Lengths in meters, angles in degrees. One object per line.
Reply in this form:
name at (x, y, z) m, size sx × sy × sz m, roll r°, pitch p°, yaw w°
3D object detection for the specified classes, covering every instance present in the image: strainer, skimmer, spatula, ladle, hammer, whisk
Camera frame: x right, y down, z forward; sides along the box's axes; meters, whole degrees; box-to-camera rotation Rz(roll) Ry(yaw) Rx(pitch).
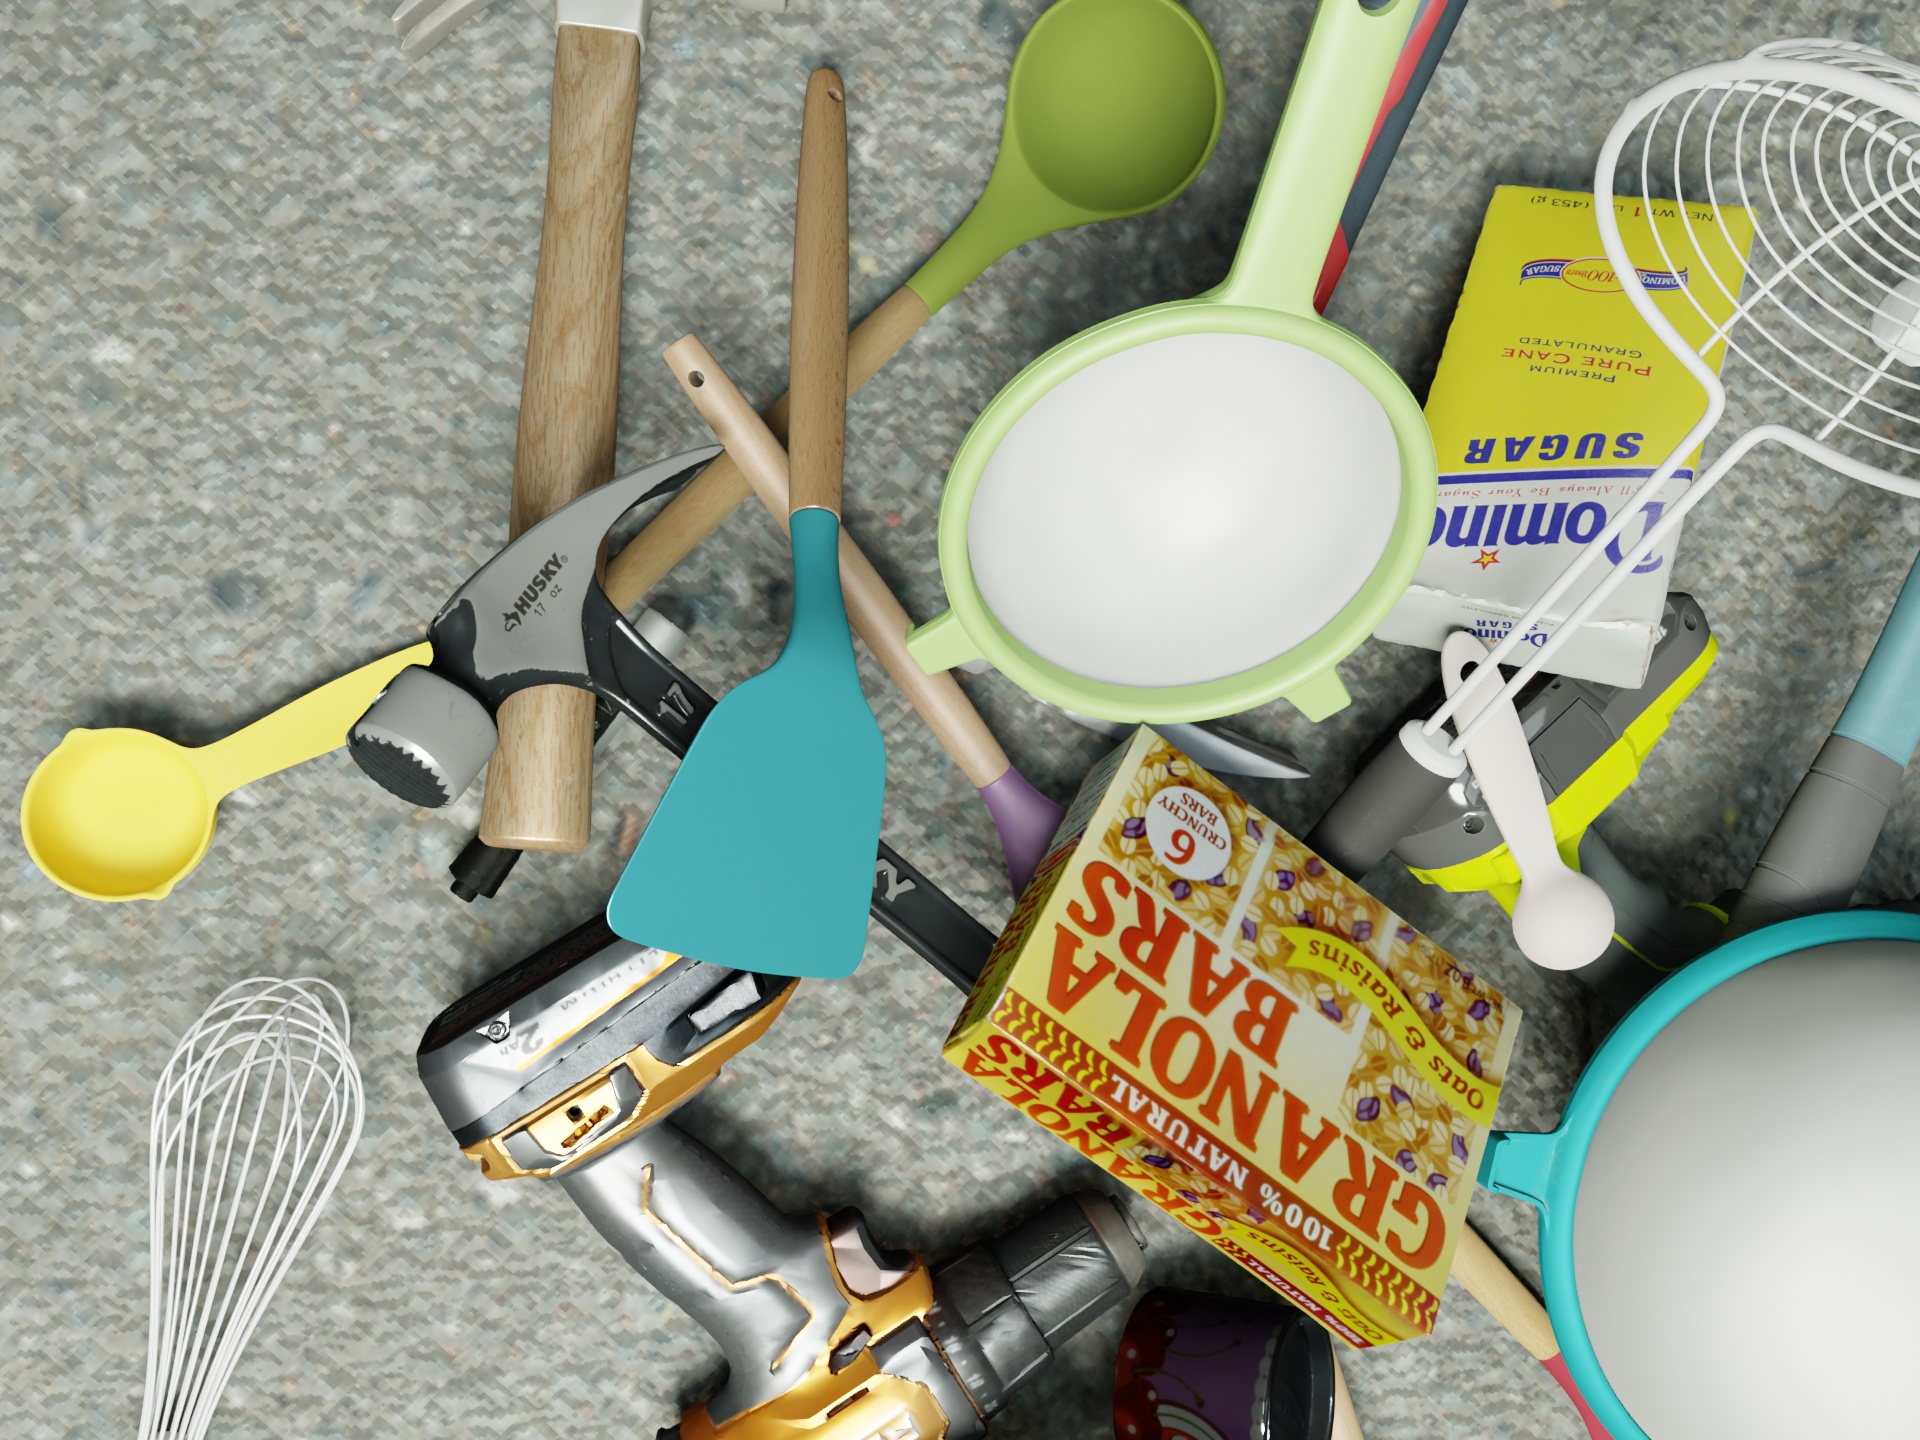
strainer at (0.077, -0.115, 0.468) m, size 0.151 × 0.069 × 0.256 m, roll 7°, pitch 128°, yaw -11°
skimmer at (0.155, -0.017, 0.453) m, size 0.127 × 0.363 × 0.090 m, roll 44°, pitch 47°, yaw 14°
spatula at (-0.001, -0.002, 0.558) m, size 0.060 × 0.018 × 0.315 m, roll -33°, pitch 105°, yaw 15°
strainer at (0.348, 0.133, 0.480) m, size 0.340 × 0.095 × 0.211 m, roll -34°, pitch 92°, yaw 1°
ladle at (0.210, 0.224, 0.612) m, size 0.069 × 0.031 × 0.315 m, roll -43°, pitch 95°, yaw 4°
hammer at (-0.133, -0.122, 0.537) m, size 0.130 × 0.031 × 0.331 m, roll 4°, pitch 84°, yaw -6°
spatula at (-0.053, -0.081, 0.503) m, size 0.082 × 0.044 × 0.318 m, roll 17°, pitch 60°, yaw -32°
hammer at (0.008, 0.077, 0.531) m, size 0.408 × 0.036 × 0.149 m, roll 42°, pitch 54°, yaw -19°
whisk at (-0.258, 0.220, 0.532) m, size 0.070 × 0.070 × 0.284 m, roll 16°, pitch 94°, yaw -9°
hammer at (0.304, 0.023, 0.546) m, size 0.128 × 0.033 × 0.331 m, roll 27°, pitch 89°, yaw -13°
hammer at (0.134, -0.167, 0.541) m, size 0.143 × 0.038 × 0.386 m, roll 23°, pitch 103°, yaw -9°
ladle at (-0.034, -0.132, 0.556) m, size 0.320 × 0.062 × 0.078 m, roll -44°, pitch 93°, yaw -3°

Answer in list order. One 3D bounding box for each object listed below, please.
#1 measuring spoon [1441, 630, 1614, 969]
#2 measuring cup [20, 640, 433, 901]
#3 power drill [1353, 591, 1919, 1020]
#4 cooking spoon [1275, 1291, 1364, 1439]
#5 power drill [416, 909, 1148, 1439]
measuring spoon at (0.187, 0.028, 0.528) m, size 0.034 × 0.018 × 0.124 m, roll -24°, pitch 99°, yaw -3°
measuring cup at (-0.238, 0.010, 0.548) m, size 0.156 × 0.029 × 0.062 m, roll -28°, pitch 95°, yaw -19°
power drill at (0.270, 0.064, 0.596) m, size 0.171 × 0.080 × 0.223 m, roll -42°, pitch 100°, yaw -6°
cooking spoon at (0.171, 0.361, 0.584) m, size 0.068 × 0.017 × 0.319 m, roll -14°, pitch 82°, yaw -15°
power drill at (-0.054, 0.160, 0.547) m, size 0.185 × 0.084 × 0.226 m, roll -31°, pitch 99°, yaw -9°
